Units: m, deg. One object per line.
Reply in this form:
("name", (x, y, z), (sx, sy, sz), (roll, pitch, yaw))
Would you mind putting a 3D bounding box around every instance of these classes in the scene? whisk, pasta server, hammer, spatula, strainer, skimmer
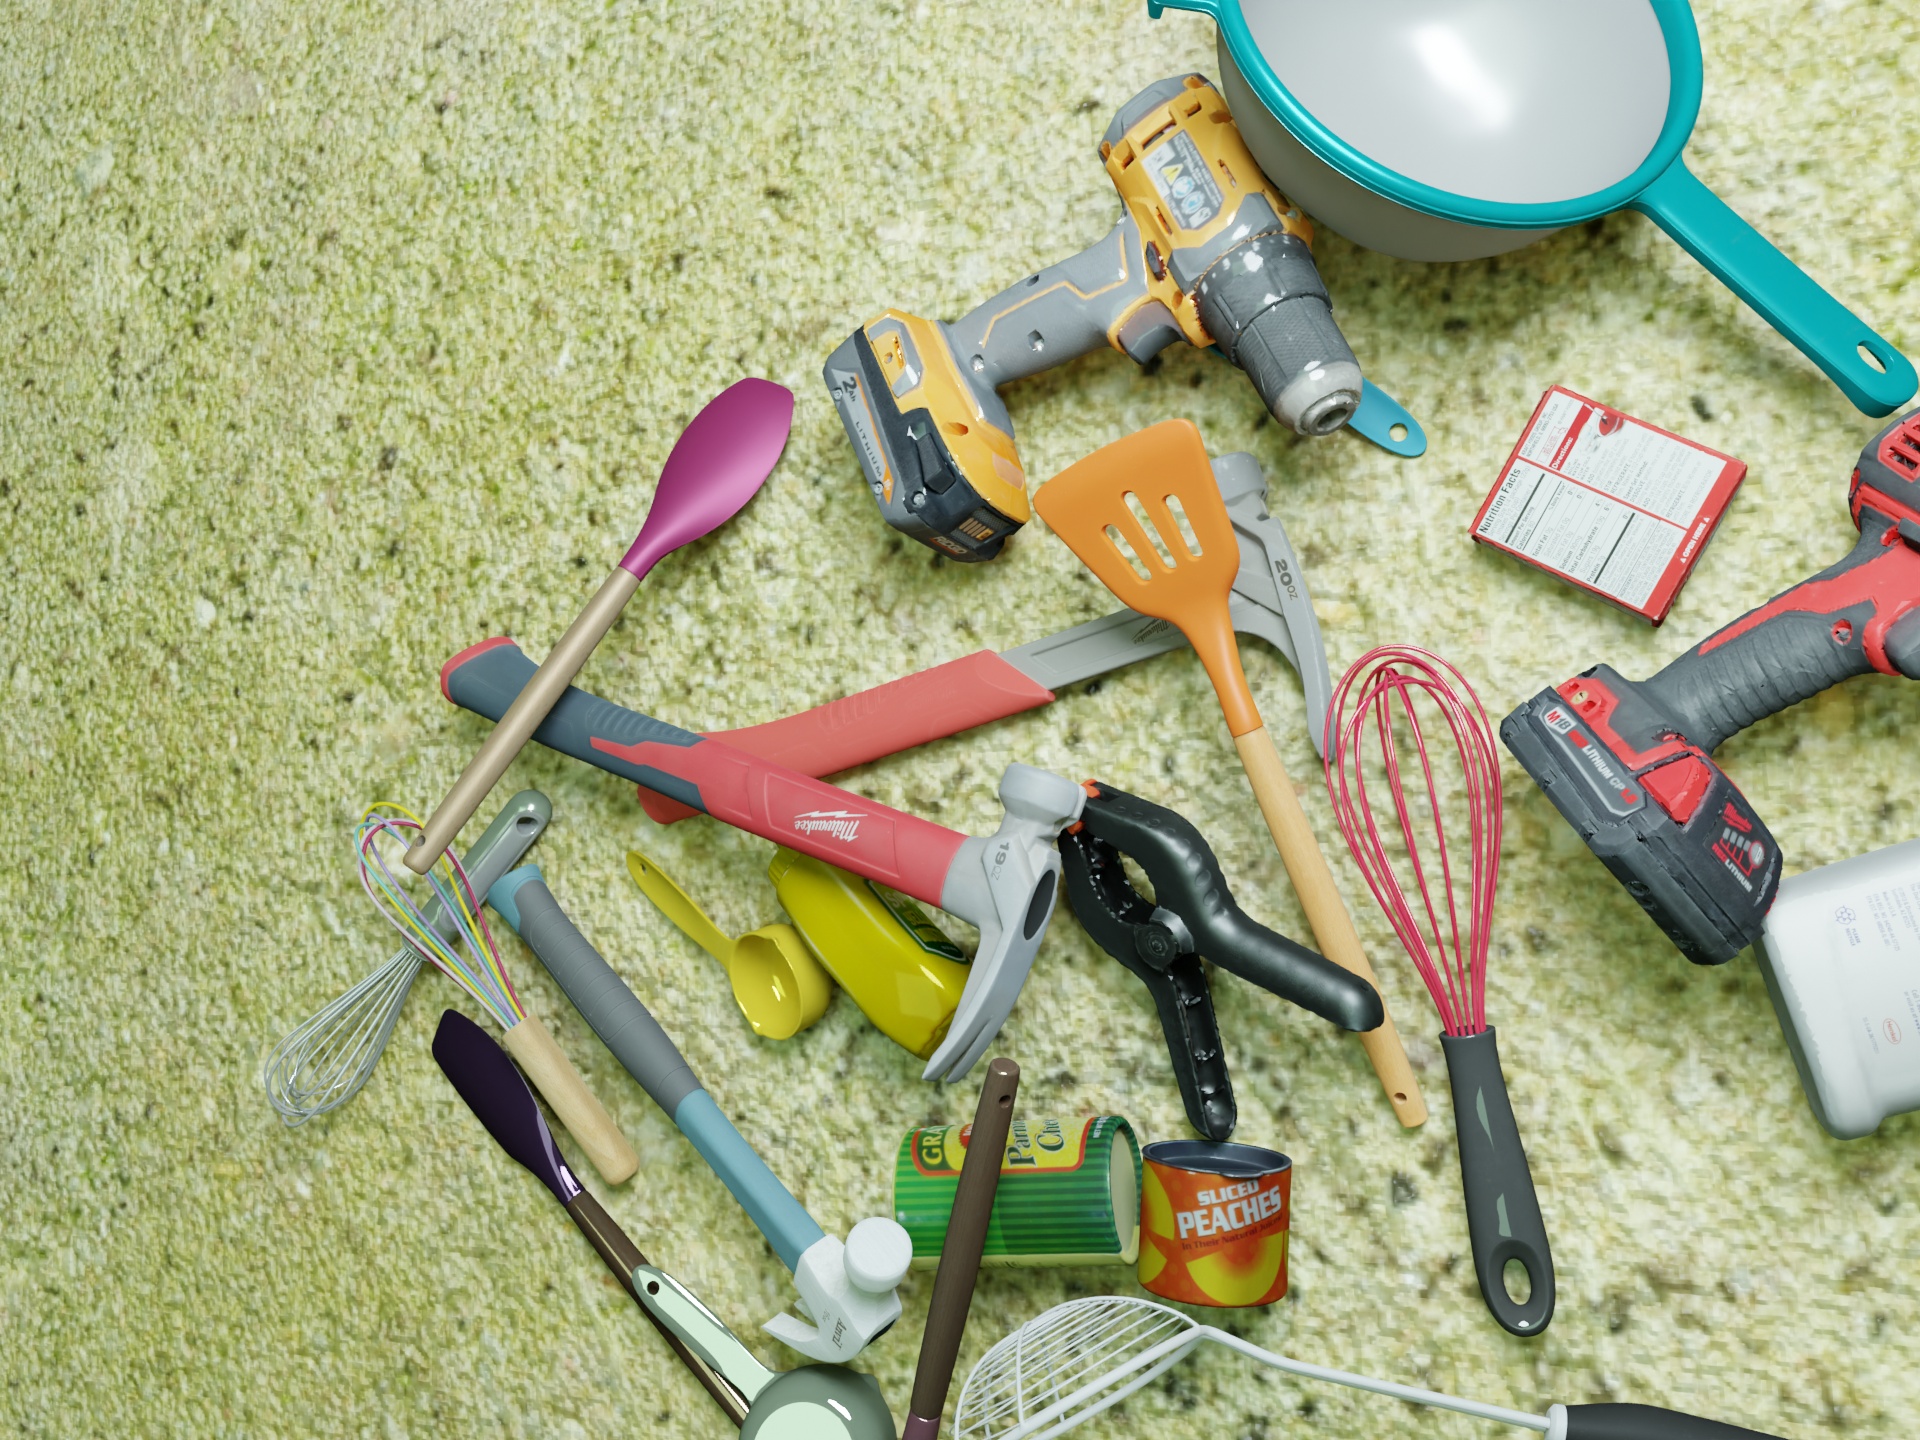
("whisk", (-0.249, 0.145, 0.854), (0.047, 0.051, 0.245), (-37, 86, -1))
("pasta server", (-0.008, 0.292, 0.711), (0.040, 0.060, 0.316), (-134, 51, -58))
("hammer", (-0.128, 0.043, 0.786), (0.386, 0.038, 0.143), (18, 84, 31))
("whisk", (0.210, 0.113, 0.675), (0.073, 0.073, 0.296), (-12, 87, 22))
("spatula", (0.132, 0.029, 0.690), (0.081, 0.041, 0.322), (-24, 89, 27))
("whisk", (-0.312, 0.135, 0.904), (0.246, 0.057, 0.059), (-50, 36, 7))
("hammer", (-0.001, -0.003, 0.787), (0.359, 0.036, 0.149), (-19, 78, 20))
("hammer", (-0.145, 0.186, 0.808), (0.331, 0.033, 0.128), (42, 138, 28))
("strainer", (0.241, -0.230, 0.673), (0.340, 0.095, 0.211), (44, 68, 6))
("spatula", (-0.189, 0.274, 0.848), (0.316, 0.018, 0.059), (44, 125, 20))
("skimmer", (0.175, 0.304, 0.644), (0.363, 0.127, 0.090), (7, 68, 14))

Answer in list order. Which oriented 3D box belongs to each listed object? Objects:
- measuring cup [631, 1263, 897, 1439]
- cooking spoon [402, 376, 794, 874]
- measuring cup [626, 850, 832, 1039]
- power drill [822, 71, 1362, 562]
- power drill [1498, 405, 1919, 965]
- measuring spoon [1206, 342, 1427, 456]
("measuring cup", (-0.106, 0.328, 0.782), (0.168, 0.038, 0.083), (38, 86, 15))
("cooking spoon", (-0.187, -0.056, 0.825), (0.069, 0.017, 0.319), (24, 74, 30))
("measuring cup", (-0.123, 0.108, 0.836), (0.157, 0.029, 0.062), (34, 125, 35))
("power drill", (0.062, -0.162, 0.733), (0.226, 0.084, 0.185), (-33, 63, 21))
("power drill", (0.328, -0.017, 0.592), (0.219, 0.143, 0.078), (-41, 116, 15))
("measuring spoon", (0.166, -0.163, 0.745), (0.129, 0.021, 0.042), (41, 105, 12))
